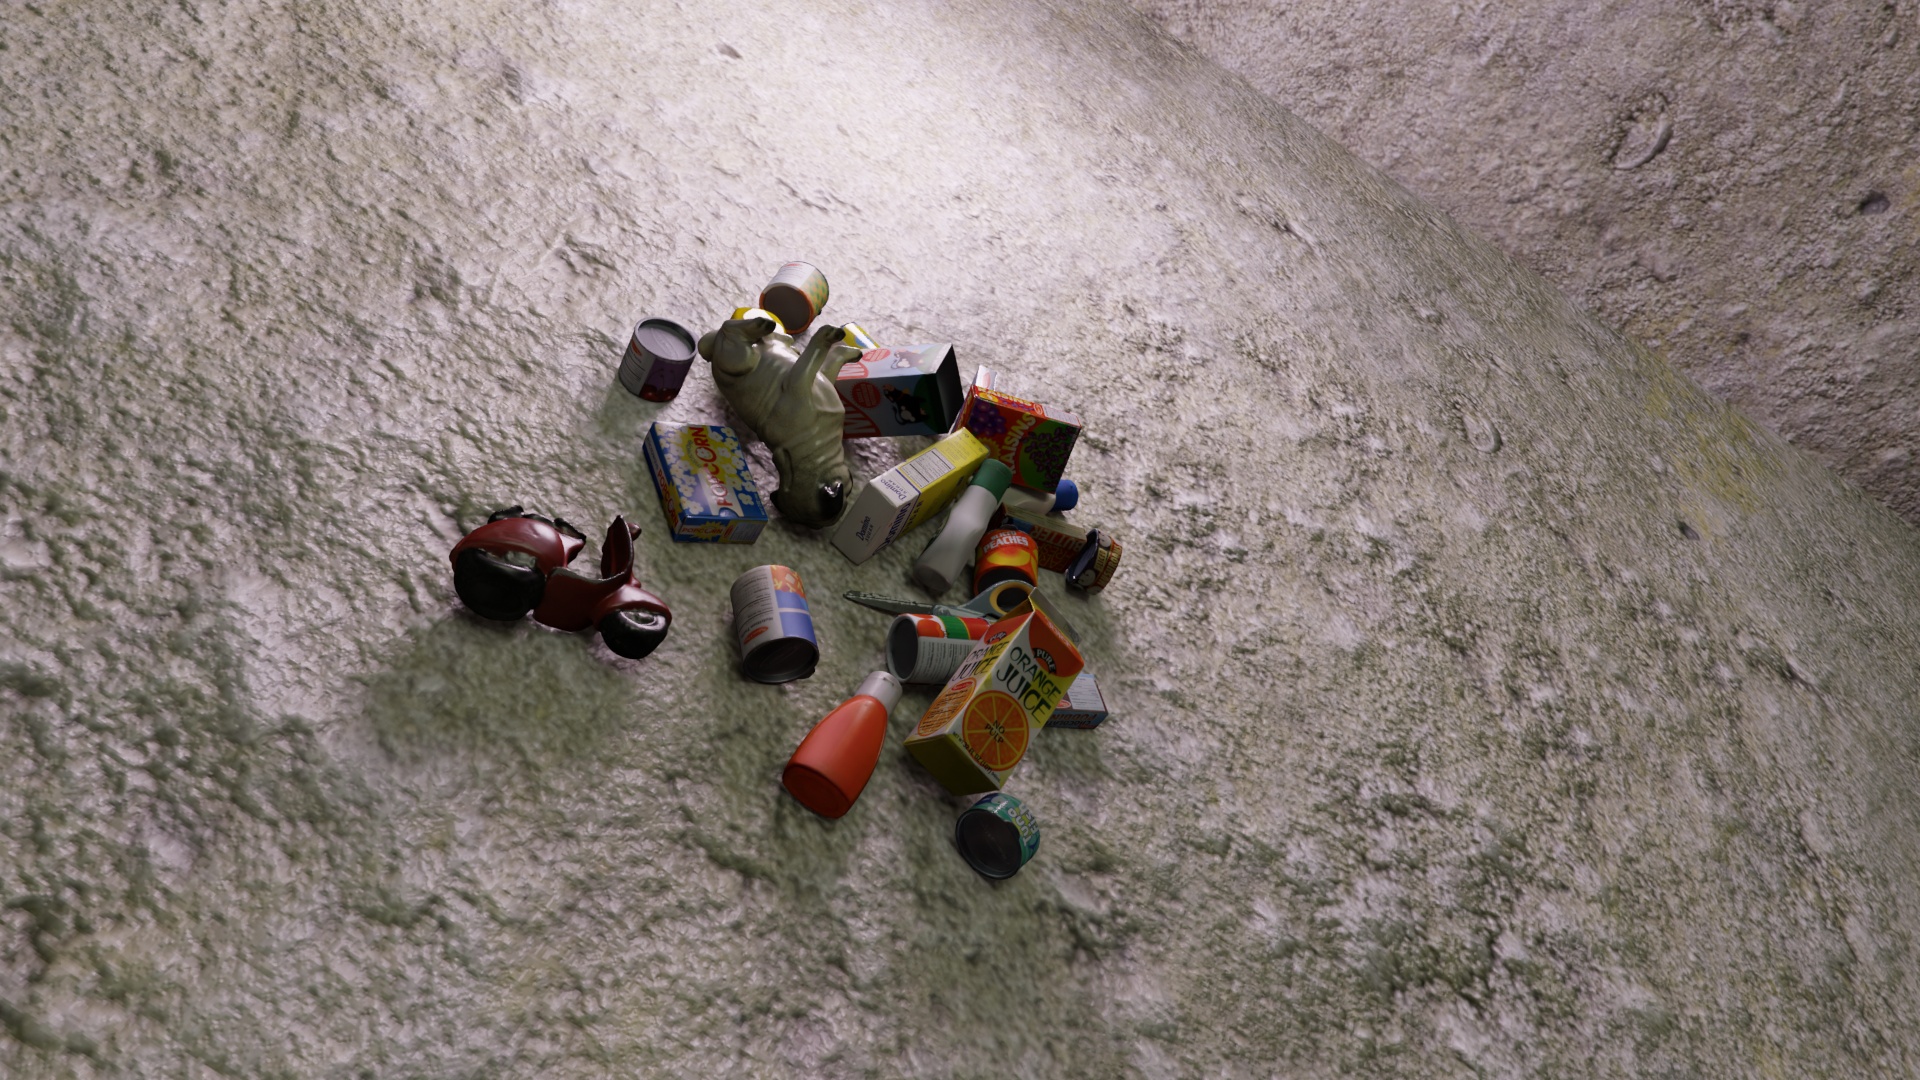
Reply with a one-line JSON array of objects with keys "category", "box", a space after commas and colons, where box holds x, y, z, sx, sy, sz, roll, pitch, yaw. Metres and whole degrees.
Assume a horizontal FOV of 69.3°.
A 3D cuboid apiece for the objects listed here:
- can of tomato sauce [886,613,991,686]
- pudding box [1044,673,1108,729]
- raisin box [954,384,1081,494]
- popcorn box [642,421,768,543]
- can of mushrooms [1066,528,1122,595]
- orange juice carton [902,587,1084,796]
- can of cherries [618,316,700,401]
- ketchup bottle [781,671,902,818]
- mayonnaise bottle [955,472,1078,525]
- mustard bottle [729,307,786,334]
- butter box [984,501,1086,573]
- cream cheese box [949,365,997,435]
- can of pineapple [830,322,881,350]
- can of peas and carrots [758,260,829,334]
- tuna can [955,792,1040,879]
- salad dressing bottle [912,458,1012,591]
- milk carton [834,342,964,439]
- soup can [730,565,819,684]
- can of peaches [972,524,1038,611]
[{"category": "can of tomato sauce", "box": [-0.019, 0.102, 1.292, 0.083, 0.070, 0.071, 6, 45, -31]}, {"category": "pudding box", "box": [0.097, 0.154, 1.348, 0.084, 0.030, 0.050, 8, 46, -30]}, {"category": "raisin box", "box": [0.057, -0.108, 1.495, 0.123, 0.085, 0.040, 16, 26, -12]}, {"category": "popcorn box", "box": [-0.244, -0.056, 1.321, 0.085, 0.038, 0.127, 3, 47, -36]}, {"category": "can of mushrooms", "box": [0.145, 0.023, 1.492, 0.033, 0.070, 0.071, 28, 38, -10]}, {"category": "orange juice carton", "box": [0.041, 0.130, 1.234, 0.071, 0.073, 0.193, 48, 57, -14]}, {"category": "can of cherries", "box": [-0.302, -0.182, 1.400, 0.071, 0.058, 0.072, 20, 39, -17]}, {"category": "ketchup bottle", "box": [-0.093, 0.167, 1.183, 0.065, 0.043, 0.149, 35, 37, 0]}, {"category": "mayonnaise bottle", "box": [0.066, -0.048, 1.537, 0.148, 0.041, 0.065, -3, 46, -40]}, {"category": "mustard bottle", "box": [-0.214, -0.181, 1.470, 0.065, 0.048, 0.161, 11, 44, -25]}, {"category": "butter box", "box": [0.079, -0.002, 1.486, 0.103, 0.053, 0.024, 18, 37, -21]}, {"category": "cream cheese box", "box": [0.012, -0.138, 1.543, 0.024, 0.103, 0.054, 20, 38, -7]}, {"category": "can of pineapple", "box": [-0.118, -0.200, 1.547, 0.058, 0.070, 0.071, 46, 39, 14]}, {"category": "can of peas and carrots", "box": [-0.188, -0.273, 1.578, 0.071, 0.070, 0.059, 30, 38, -5]}, {"category": "tuna can", "box": [0.033, 0.247, 1.167, 0.071, 0.070, 0.033, 44, 37, 13]}, {"category": "salad dressing bottle", "box": [0.005, -0.018, 1.409, 0.044, 0.064, 0.148, 29, 62, 4]}, {"category": "milk carton", "box": [-0.100, -0.155, 1.465, 0.190, 0.073, 0.073, -1, 33, 18]}, {"category": "soup can", "box": [-0.162, 0.074, 1.218, 0.071, 0.071, 0.084, 9, 44, -29]}, {"category": "can of peaches", "box": [0.046, 0.029, 1.414, 0.071, 0.071, 0.058, 22, 40, -15]}]
